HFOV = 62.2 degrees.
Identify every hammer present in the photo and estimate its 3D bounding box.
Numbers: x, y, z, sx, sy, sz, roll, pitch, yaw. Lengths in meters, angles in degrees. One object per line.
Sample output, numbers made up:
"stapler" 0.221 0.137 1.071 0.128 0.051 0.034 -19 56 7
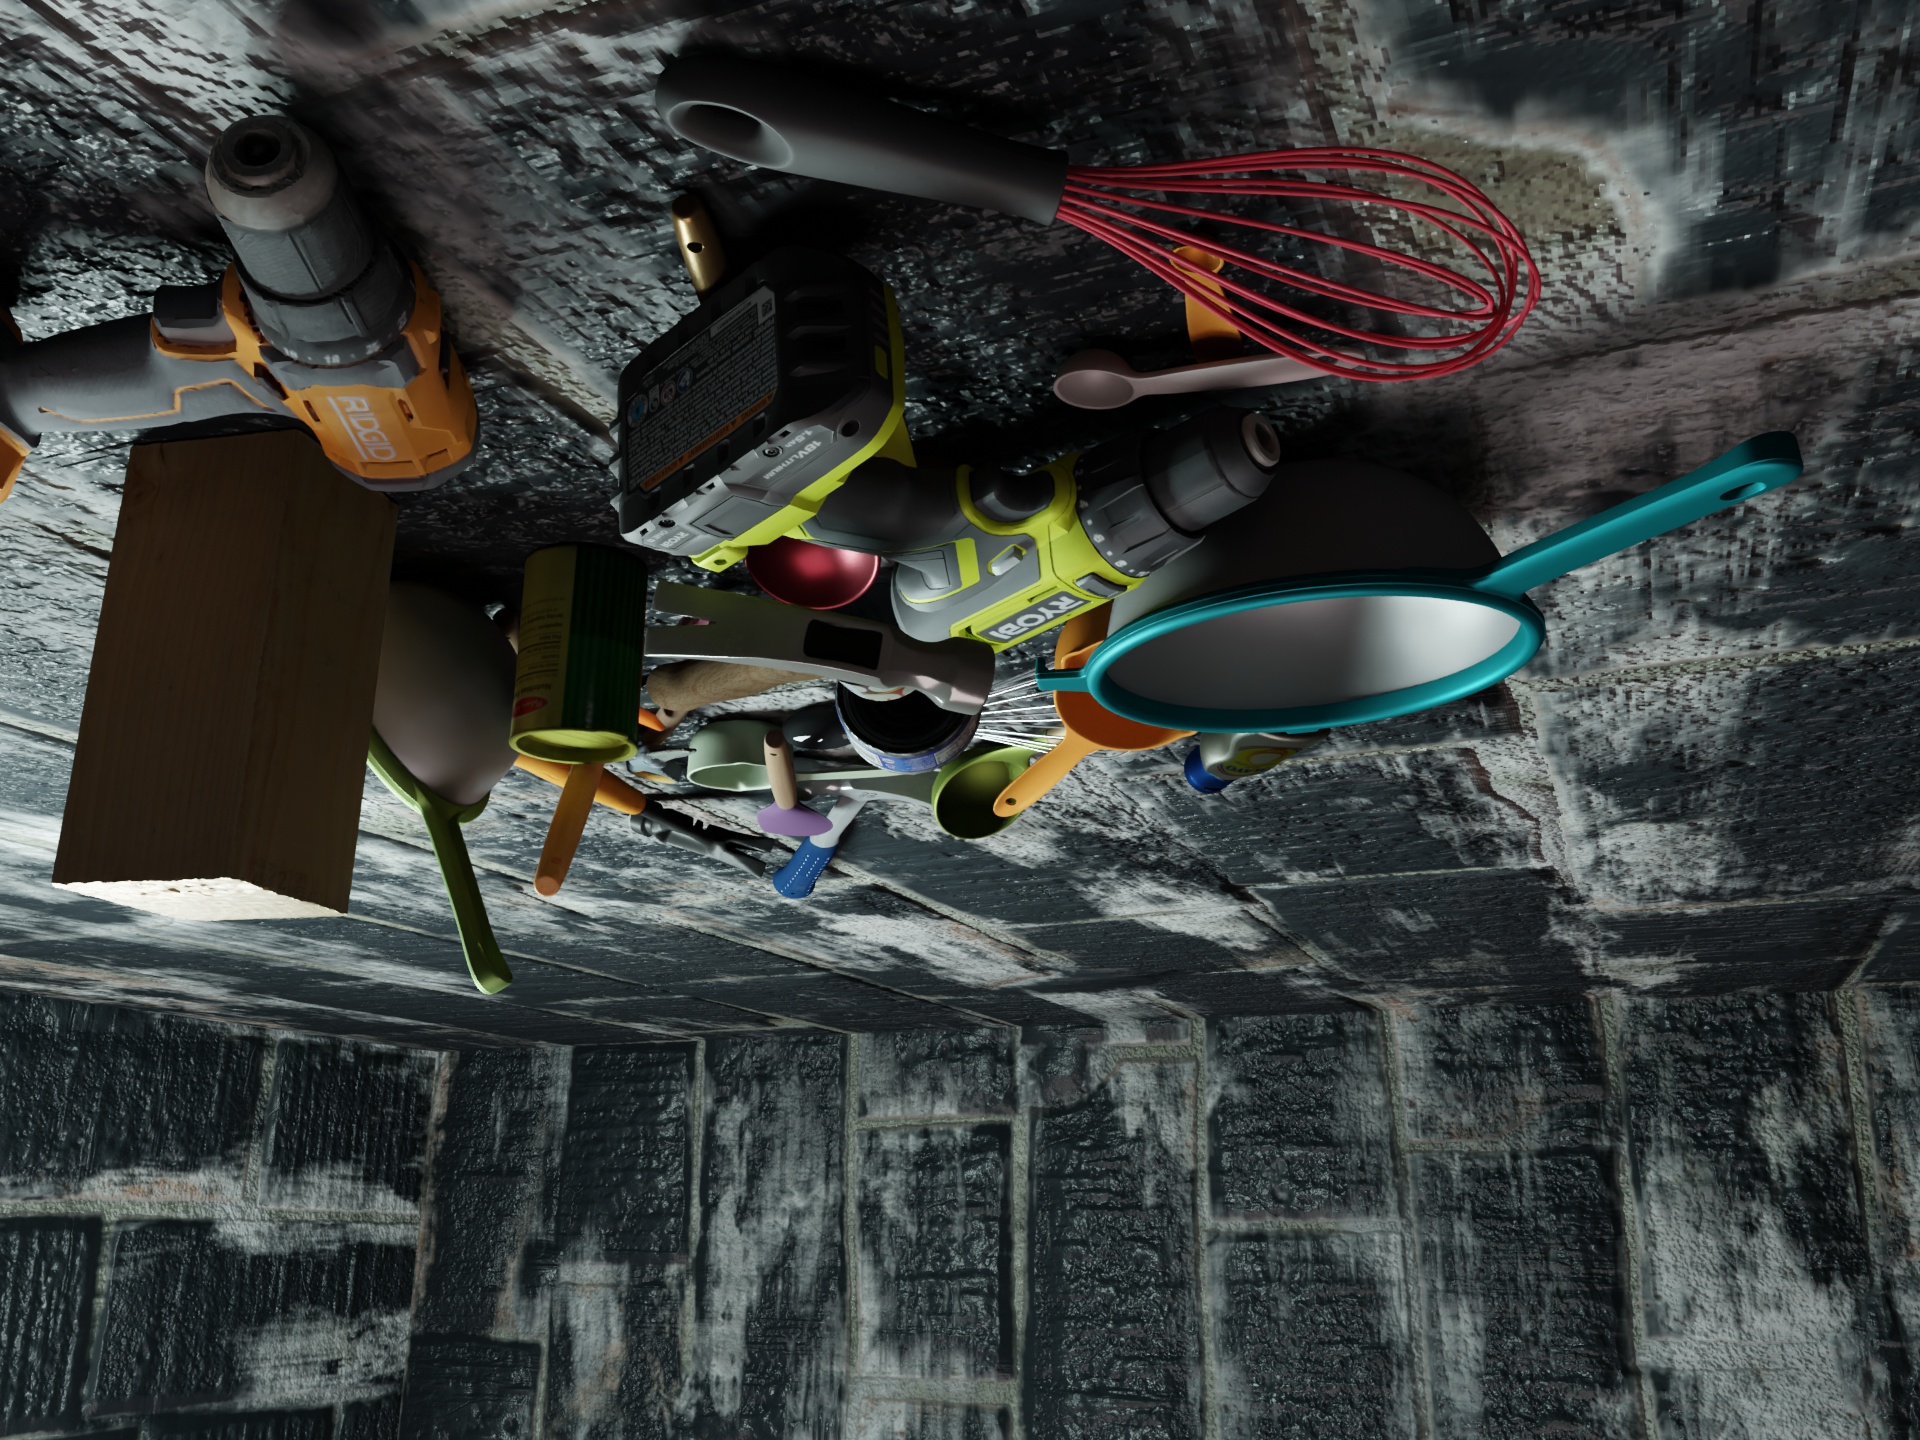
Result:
"hammer" -0.253 0.055 1.177 0.127 0.034 0.336 16 169 19
"hammer" -0.112 0.103 1.399 0.144 0.035 0.405 5 162 -13
"hammer" -0.106 -0.025 0.763 0.130 0.031 0.331 13 173 -21

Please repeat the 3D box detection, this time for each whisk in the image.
"whisk" 0.050 -0.167 0.512 0.295 0.073 0.073 11 161 -10
"whisk" -0.002 -0.003 1.037 0.285 0.070 0.070 -5 162 31

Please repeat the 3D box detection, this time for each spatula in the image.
"spatula" -0.214 0.029 0.908 0.081 0.041 0.323 23 -163 -13
"spatula" -0.124 0.052 1.140 0.060 0.018 0.315 4 165 -2

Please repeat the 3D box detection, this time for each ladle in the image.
"ladle" -0.083 -0.125 0.692 0.069 0.031 0.315 -5 160 2
"ladle" 0.080 0.016 1.089 0.078 0.062 0.320 10 157 -30

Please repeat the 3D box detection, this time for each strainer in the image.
"strainer" -0.259 0.019 0.842 0.069 0.257 0.151 -29 153 5
"strainer" 0.199 -0.083 0.710 0.210 0.095 0.340 9 159 -34

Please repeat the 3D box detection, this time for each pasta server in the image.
"pasta server" -0.173 -0.018 1.013 0.060 0.040 0.316 27 157 -12

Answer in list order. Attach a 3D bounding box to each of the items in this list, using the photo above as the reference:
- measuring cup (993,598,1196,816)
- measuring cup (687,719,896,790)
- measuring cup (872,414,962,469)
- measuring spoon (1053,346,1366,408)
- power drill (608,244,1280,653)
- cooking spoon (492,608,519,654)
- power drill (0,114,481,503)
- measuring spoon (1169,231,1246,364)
"measuring cup" 0.073 -0.007 0.929 0.095 0.052 0.173 28 130 -21
"measuring cup" -0.113 0.023 1.149 0.167 0.038 0.083 -1 164 -10
"measuring cup" -0.029 -0.124 0.704 0.062 0.029 0.156 -8 153 8
"measuring spoon" 0.098 -0.143 0.633 0.124 0.018 0.034 -2 164 19
"power drill" -0.003 -0.098 0.635 0.190 0.080 0.228 -24 152 39
"cooking spoon" -0.297 -0.014 1.059 0.068 0.017 0.318 3 163 -13
"power drill" -0.299 -0.141 0.561 0.226 0.084 0.185 -2 162 -6
"measuring spoon" 0.098 -0.158 0.616 0.021 0.011 0.116 5 168 17
